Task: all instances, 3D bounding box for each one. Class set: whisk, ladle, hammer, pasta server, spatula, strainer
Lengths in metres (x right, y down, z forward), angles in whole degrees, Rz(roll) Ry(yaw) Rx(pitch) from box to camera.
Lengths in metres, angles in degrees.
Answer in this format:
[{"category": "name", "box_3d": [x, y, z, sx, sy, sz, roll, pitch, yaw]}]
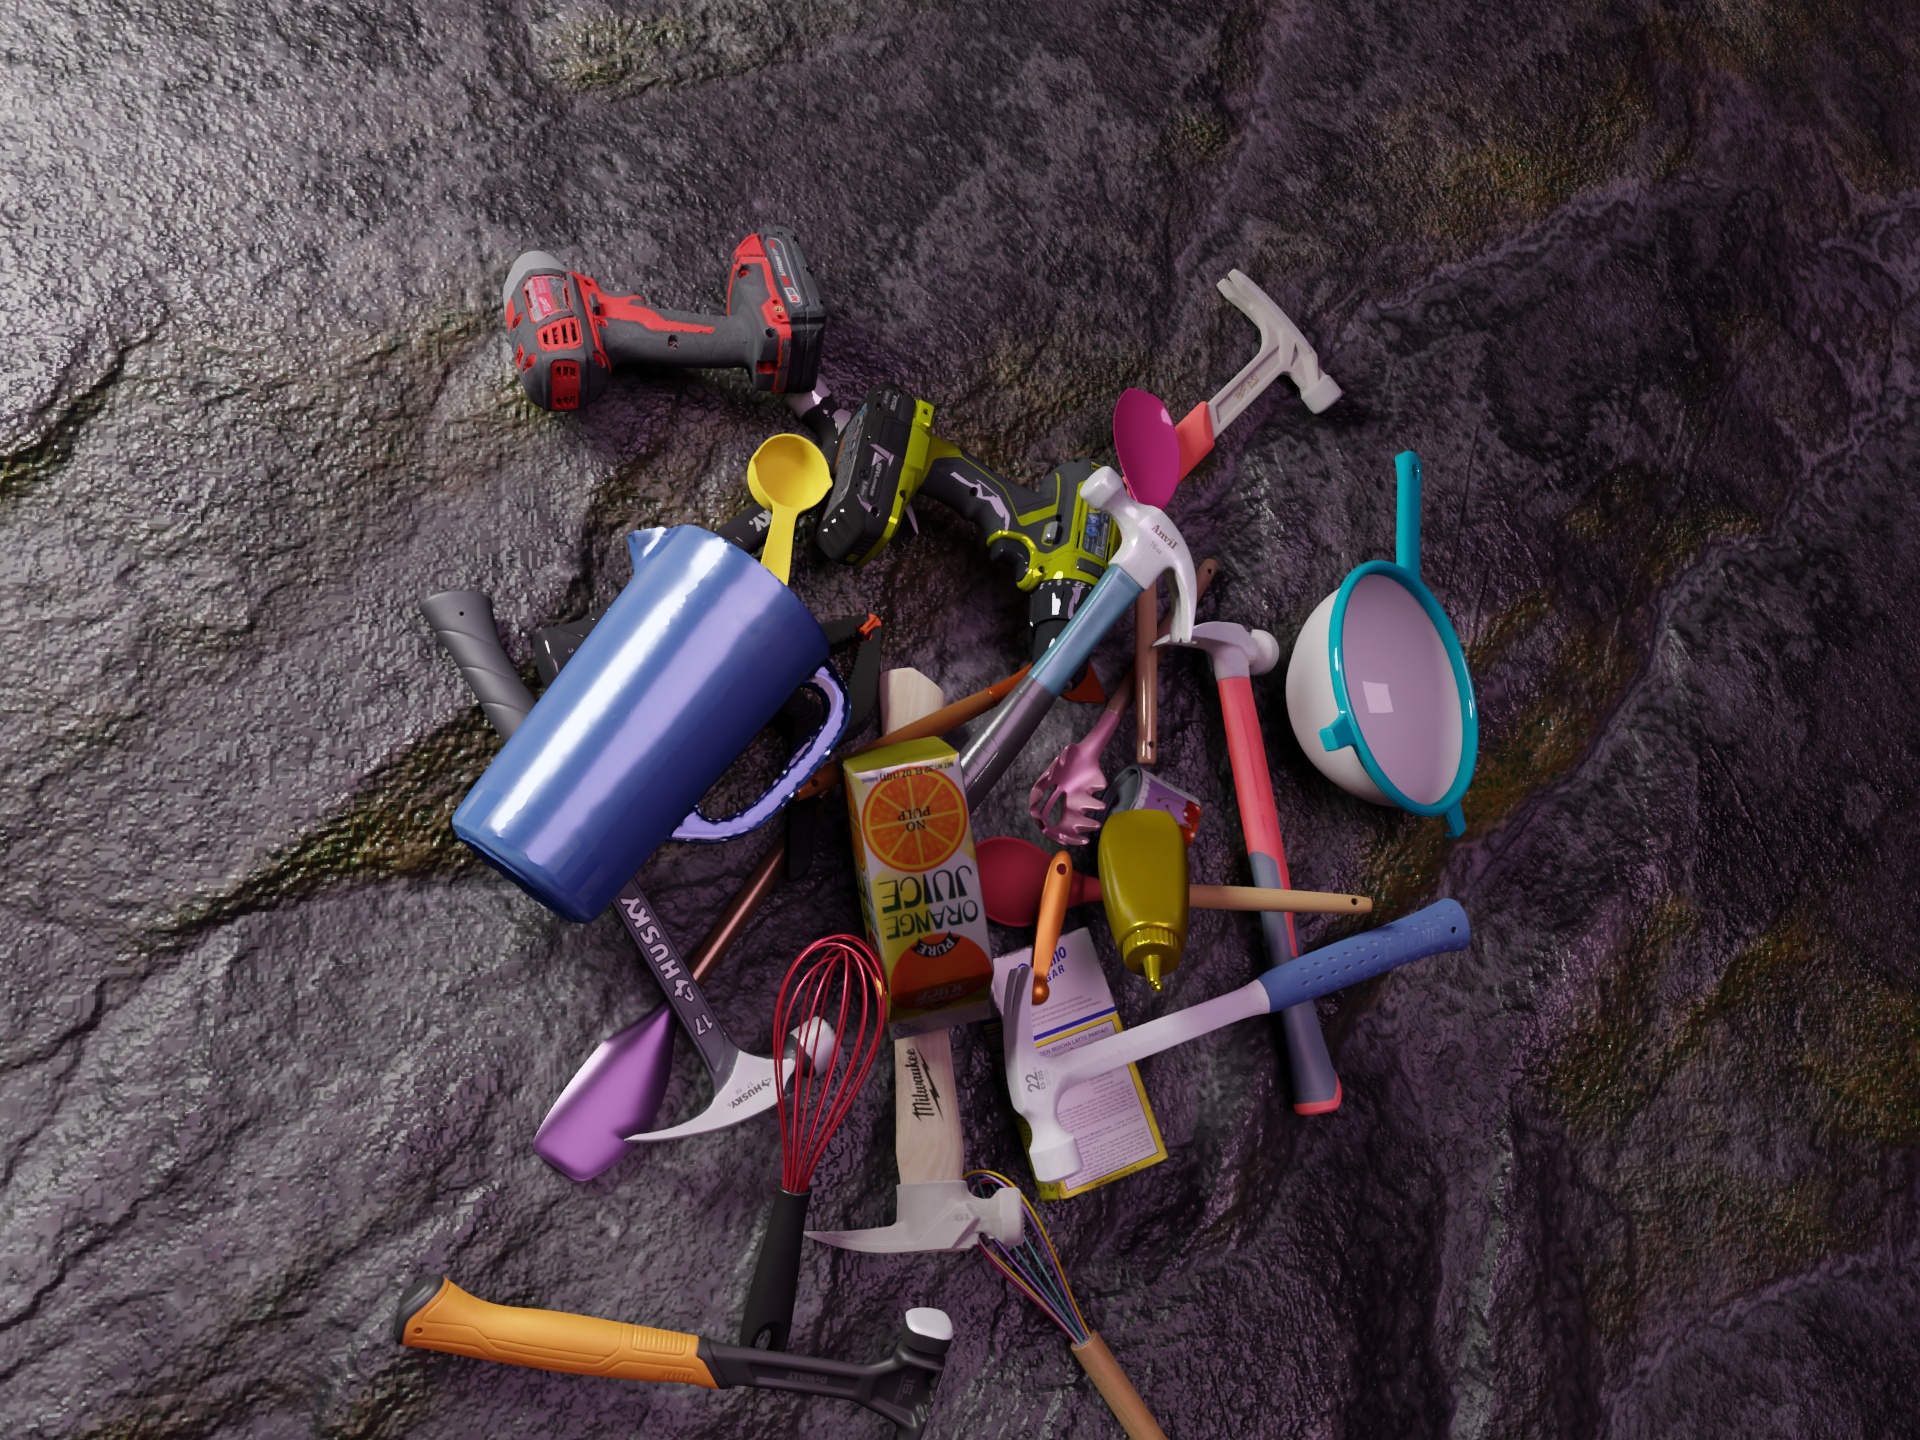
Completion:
[{"category": "whisk", "box_3d": [0.071, 0.414, 1.109, 0.047, 0.051, 0.245, -34, 94, -7]}, {"category": "whisk", "box_3d": [-0.101, 0.279, 1.013, 0.073, 0.073, 0.296, 10, 96, -21]}, {"category": "ladle", "box_3d": [0.154, 0.129, 1.190, 0.315, 0.031, 0.069, 4, 66, -5]}, {"category": "hammer", "box_3d": [0.182, -0.237, 1.346, 0.149, 0.036, 0.359, 47, 62, -4]}, {"category": "pasta server", "box_3d": [0.137, -0.023, 1.254, 0.060, 0.040, 0.316, 46, 58, -17]}, {"category": "hammer", "box_3d": [0.211, 0.200, 1.168, 0.405, 0.035, 0.144, -15, 86, -25]}, {"category": "spatula", "box_3d": [-0.002, -0.004, 1.159, 0.322, 0.041, 0.081, -26, 88, -39]}, {"category": "spatula", "box_3d": [-0.175, 0.169, 1.081, 0.059, 0.018, 0.316, 36, 65, -5]}, {"category": "hammer", "box_3d": [-0.179, 0.401, 0.986, 0.336, 0.034, 0.127, 15, 100, -13]}, {"category": "hammer", "box_3d": [-0.169, -0.117, 1.139, 0.146, 0.035, 0.335, 50, 55, -3]}, {"category": "hammer", "box_3d": [-0.042, 0.159, 1.120, 0.146, 0.038, 0.411, -4, 70, 1]}, {"category": "strainer", "box_3d": [0.341, -0.074, 1.334, 0.210, 0.095, 0.341, 31, 56, -35]}, {"category": "hammer", "box_3d": [-0.244, 0.089, 1.054, 0.149, 0.036, 0.409, -30, 84, -23]}, {"category": "hammer", "box_3d": [0.233, 0.113, 1.243, 0.143, 0.038, 0.386, 2, 76, -50]}, {"category": "hammer", "box_3d": [0.047, -0.014, 1.121, 0.128, 0.033, 0.331, 40, 82, -15]}]

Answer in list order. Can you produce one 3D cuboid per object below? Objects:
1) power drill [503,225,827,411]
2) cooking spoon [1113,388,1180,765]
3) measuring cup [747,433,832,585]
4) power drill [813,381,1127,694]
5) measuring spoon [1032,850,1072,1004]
[{"category": "power drill", "box_3d": [-0.219, -0.296, 1.158, 0.219, 0.078, 0.143, -9, 56, -20]}, {"category": "cooking spoon", "box_3d": [0.146, -0.118, 1.263, 0.068, 0.017, 0.319, 12, 69, -30]}, {"category": "measuring cup", "box_3d": [-0.133, -0.127, 1.134, 0.062, 0.029, 0.156, 14, 76, -23]}, {"category": "power drill", "box_3d": [0.015, -0.135, 1.175, 0.228, 0.080, 0.191, 21, 60, -20]}, {"category": "measuring spoon", "box_3d": [0.065, 0.148, 1.147, 0.021, 0.011, 0.117, 19, 67, -13]}]
